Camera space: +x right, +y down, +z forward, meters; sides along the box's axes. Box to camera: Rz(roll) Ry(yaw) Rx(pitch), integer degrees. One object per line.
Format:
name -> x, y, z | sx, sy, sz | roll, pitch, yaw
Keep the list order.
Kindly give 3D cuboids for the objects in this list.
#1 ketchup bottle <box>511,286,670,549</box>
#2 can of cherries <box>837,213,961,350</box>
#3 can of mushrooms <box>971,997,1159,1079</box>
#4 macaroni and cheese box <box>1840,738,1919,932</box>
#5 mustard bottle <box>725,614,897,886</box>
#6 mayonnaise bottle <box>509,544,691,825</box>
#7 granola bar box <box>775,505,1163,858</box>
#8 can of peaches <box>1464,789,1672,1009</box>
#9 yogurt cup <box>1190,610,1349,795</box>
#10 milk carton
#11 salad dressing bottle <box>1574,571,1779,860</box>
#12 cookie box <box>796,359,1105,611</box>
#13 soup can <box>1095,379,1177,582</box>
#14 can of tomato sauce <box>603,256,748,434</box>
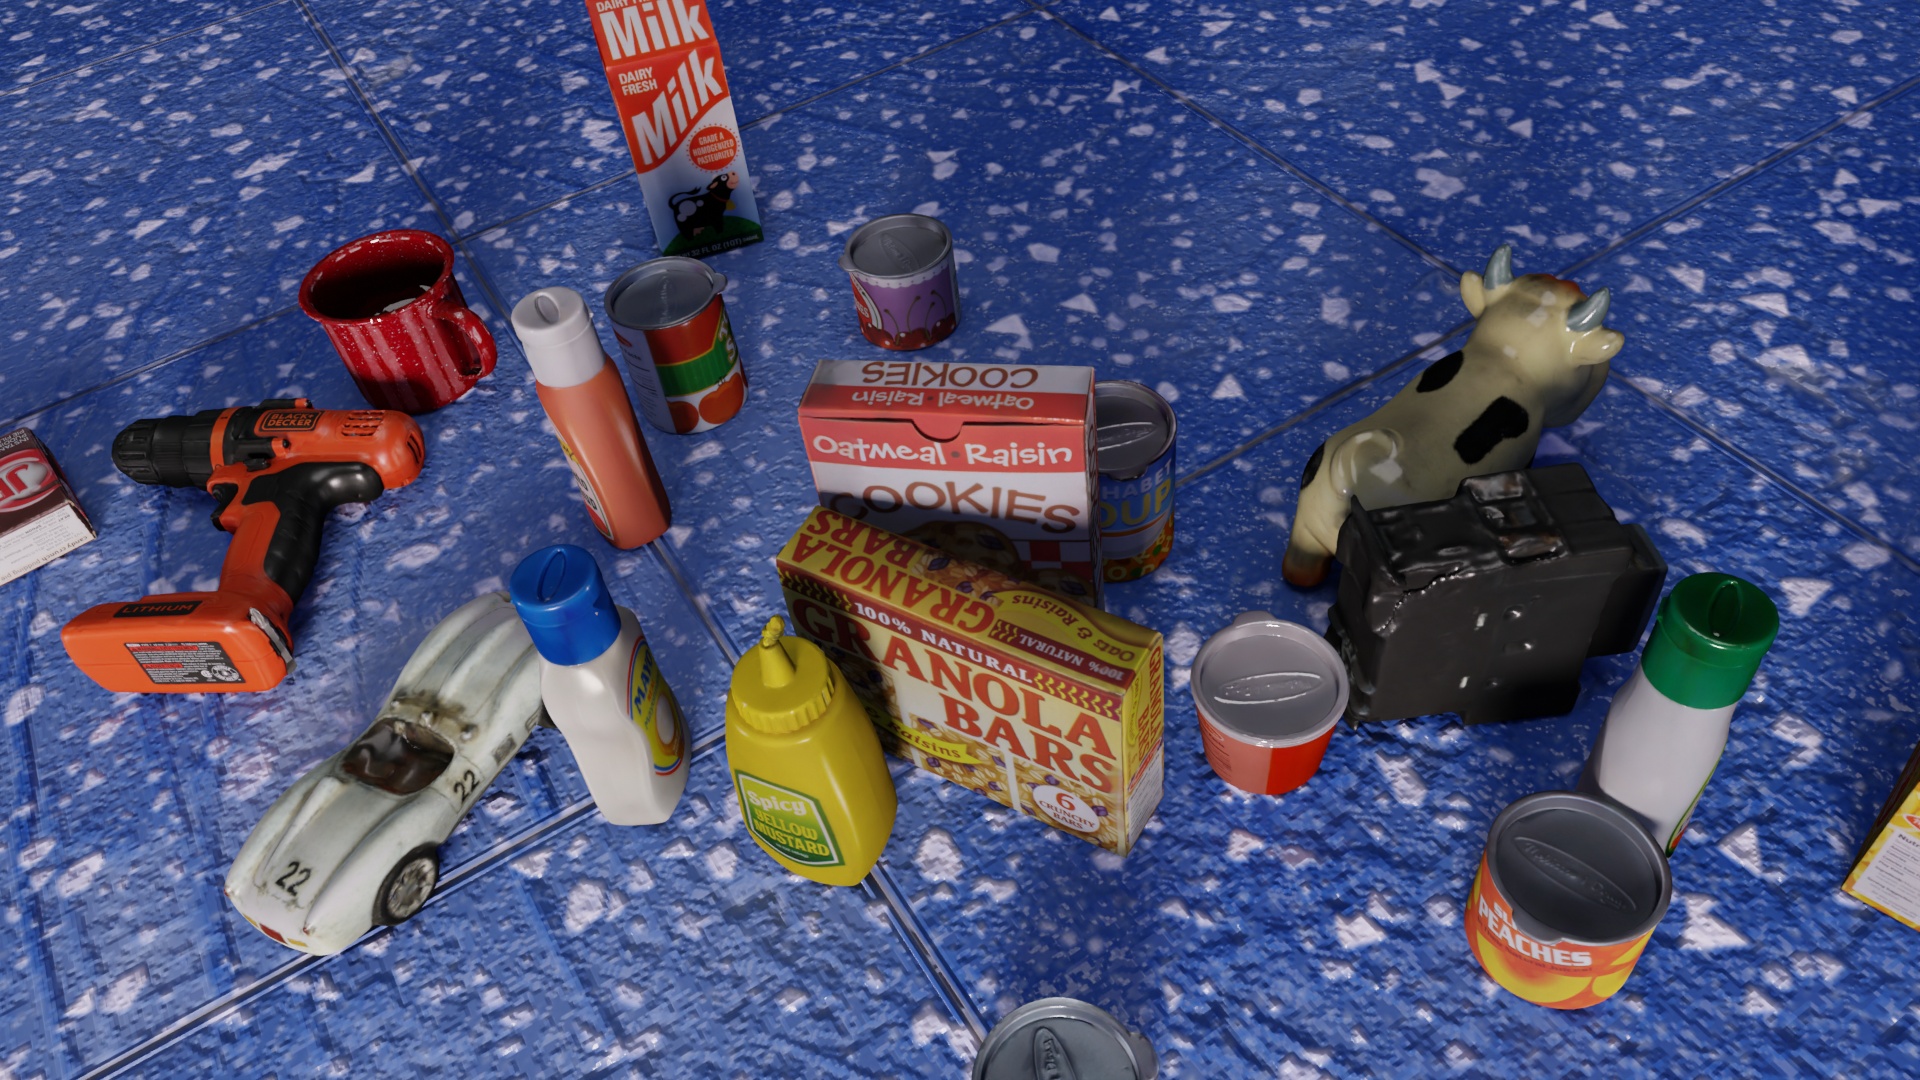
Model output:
ketchup bottle -> -0.194, -0.065, 0.733 | 0.043, 0.148, 0.065 | -25, 49, -15
can of cherries -> -0.037, -0.159, 0.860 | 0.071, 0.058, 0.072 | -4, 47, 4
can of mushrooms -> 0.041, 0.211, 0.526 | 0.071, 0.033, 0.071 | -4, 47, 4
macaroni and cheese box -> 0.405, 0.059, 0.526 | 0.040, 0.165, 0.124 | 31, 58, 30
mustard bottle -> -0.067, 0.084, 0.572 | 0.065, 0.159, 0.049 | 14, 51, 20
mayonnaise bottle -> -0.156, 0.063, 0.611 | 0.041, 0.147, 0.065 | -3, 48, 6
granola bar box -> 0.005, 0.062, 0.606 | 0.166, 0.123, 0.039 | 20, 53, 24
can of peaches -> 0.235, 0.143, 0.546 | 0.071, 0.057, 0.071 | -4, 47, 4
yogurt cup -> 0.137, 0.077, 0.623 | 0.072, 0.053, 0.073 | -4, 47, 4
milk carton -> -0.187, -0.283, 0.904 | 0.072, 0.189, 0.074 | -18, 48, -8
salad dressing bottle -> 0.277, 0.073, 0.544 | 0.044, 0.146, 0.064 | 20, 53, 24
cookie box -> 0.002, -0.008, 0.642 | 0.123, 0.166, 0.040 | 2, 48, 10
soup can -> 0.077, -0.027, 0.706 | 0.071, 0.083, 0.072 | -4, 47, 4
can of tomato sauce -> -0.164, -0.115, 0.820 | 0.071, 0.082, 0.071 | -4, 47, 4
